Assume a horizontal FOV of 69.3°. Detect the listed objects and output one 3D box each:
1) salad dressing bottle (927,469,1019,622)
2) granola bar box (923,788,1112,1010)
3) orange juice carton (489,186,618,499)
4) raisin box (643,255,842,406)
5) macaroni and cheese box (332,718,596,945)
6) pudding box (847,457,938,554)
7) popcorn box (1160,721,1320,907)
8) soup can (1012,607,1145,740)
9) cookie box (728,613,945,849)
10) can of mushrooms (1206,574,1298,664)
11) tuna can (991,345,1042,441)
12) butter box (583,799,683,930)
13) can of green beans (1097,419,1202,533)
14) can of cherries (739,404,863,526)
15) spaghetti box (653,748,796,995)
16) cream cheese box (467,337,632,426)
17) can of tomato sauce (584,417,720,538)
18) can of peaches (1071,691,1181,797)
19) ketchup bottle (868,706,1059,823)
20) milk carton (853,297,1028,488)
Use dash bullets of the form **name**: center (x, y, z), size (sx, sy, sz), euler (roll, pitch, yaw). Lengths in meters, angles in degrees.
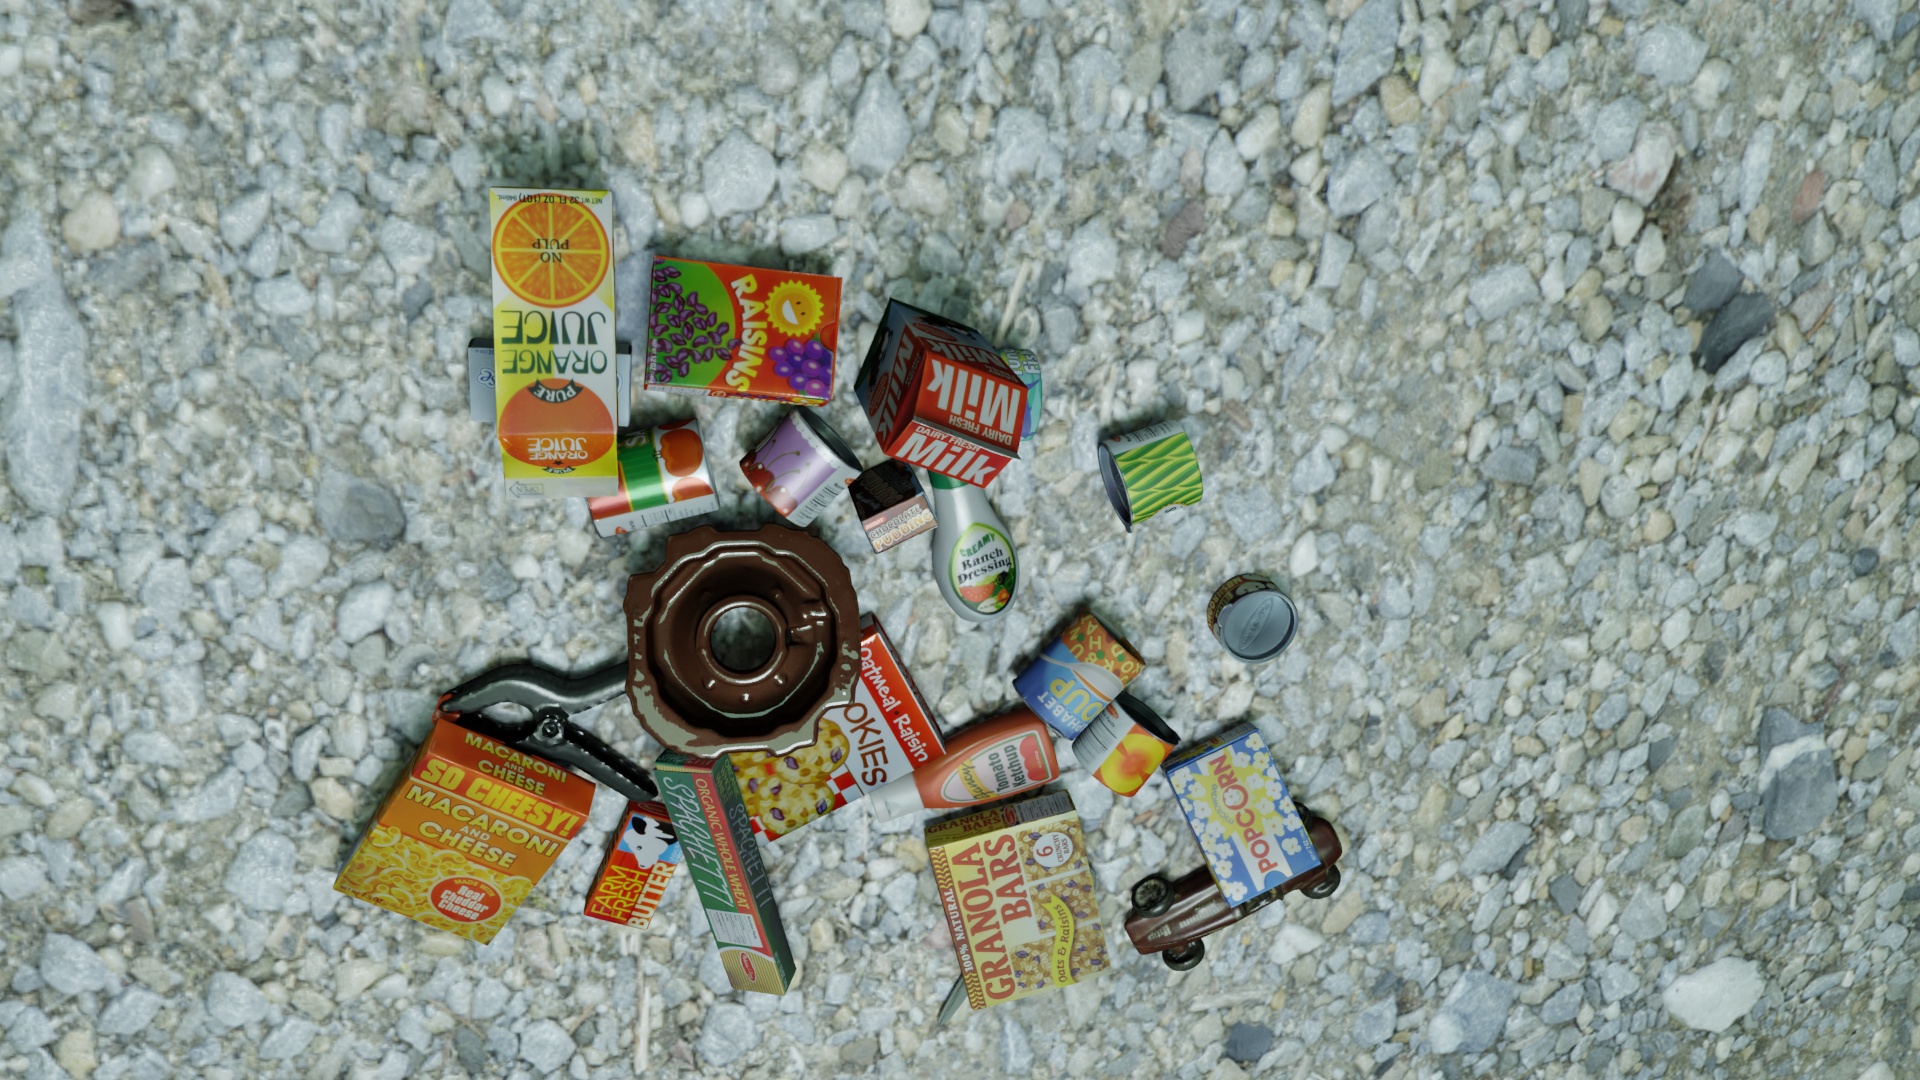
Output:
- **salad dressing bottle**: center (0.004, -0.013, 1.021), size (0.064, 0.044, 0.147), euler (-21, 116, -15)
- **granola bar box**: center (0.049, 0.296, 1.146), size (0.124, 0.039, 0.165), euler (-14, 111, -3)
- **orange juice carton**: center (-0.253, -0.122, 0.874), size (0.072, 0.073, 0.192), euler (-1, 97, -13)
- **raisin box**: center (-0.144, -0.138, 0.921), size (0.123, 0.040, 0.086), euler (4, 85, -15)
- **macaroni and cheese box**: center (-0.362, 0.214, 1.013), size (0.123, 0.040, 0.165), euler (29, 118, -22)
- **pudding box**: center (-0.049, -0.027, 0.981), size (0.050, 0.084, 0.030), euler (-25, 116, -2)
- **popcorn box**: center (0.231, 0.226, 1.153), size (0.085, 0.038, 0.126), euler (-26, 92, -2)
- **soup can**: center (0.093, 0.104, 1.075), size (0.071, 0.071, 0.083), euler (40, 99, -24)
- **cookie box**: center (-0.112, 0.146, 1.063), size (0.167, 0.040, 0.122), euler (-27, 115, 0)
- **can of mushrooms**: center (0.231, 0.062, 1.111), size (0.071, 0.033, 0.070), euler (-5, 114, -11)
- **tuna can**: center (0.034, -0.104, 0.977), size (0.033, 0.071, 0.070), euler (-1, 113, -14)
- **butter box**: center (-0.251, 0.253, 1.084), size (0.053, 0.024, 0.103), euler (21, 106, -21)
- **can of green beans**: center (0.140, -0.050, 1.025), size (0.058, 0.071, 0.071), euler (-19, 115, -5)
- **can of cherries**: center (-0.113, -0.054, 0.967), size (0.058, 0.072, 0.071), euler (-44, 115, 8)
- **spaghetti box**: center (-0.178, 0.258, 1.071), size (0.050, 0.029, 0.248), euler (2, 124, 18)
- **cream cheese box**: center (-0.273, -0.105, 0.929), size (0.104, 0.024, 0.053), euler (0, 113, -13)
- **can of tomato sauce**: center (-0.213, -0.045, 0.946), size (0.083, 0.071, 0.071), euler (-14, 115, -8)
- **can of peaches**: center (0.133, 0.164, 1.112), size (0.071, 0.071, 0.058), euler (32, 103, -23)
- **ketchup bottle**: center (0.001, 0.183, 1.103), size (0.149, 0.044, 0.064), euler (-19, 116, -4)
- **milk carton**: center (-0.013, -0.093, 0.902), size (0.072, 0.191, 0.073), euler (18, 107, -19)
